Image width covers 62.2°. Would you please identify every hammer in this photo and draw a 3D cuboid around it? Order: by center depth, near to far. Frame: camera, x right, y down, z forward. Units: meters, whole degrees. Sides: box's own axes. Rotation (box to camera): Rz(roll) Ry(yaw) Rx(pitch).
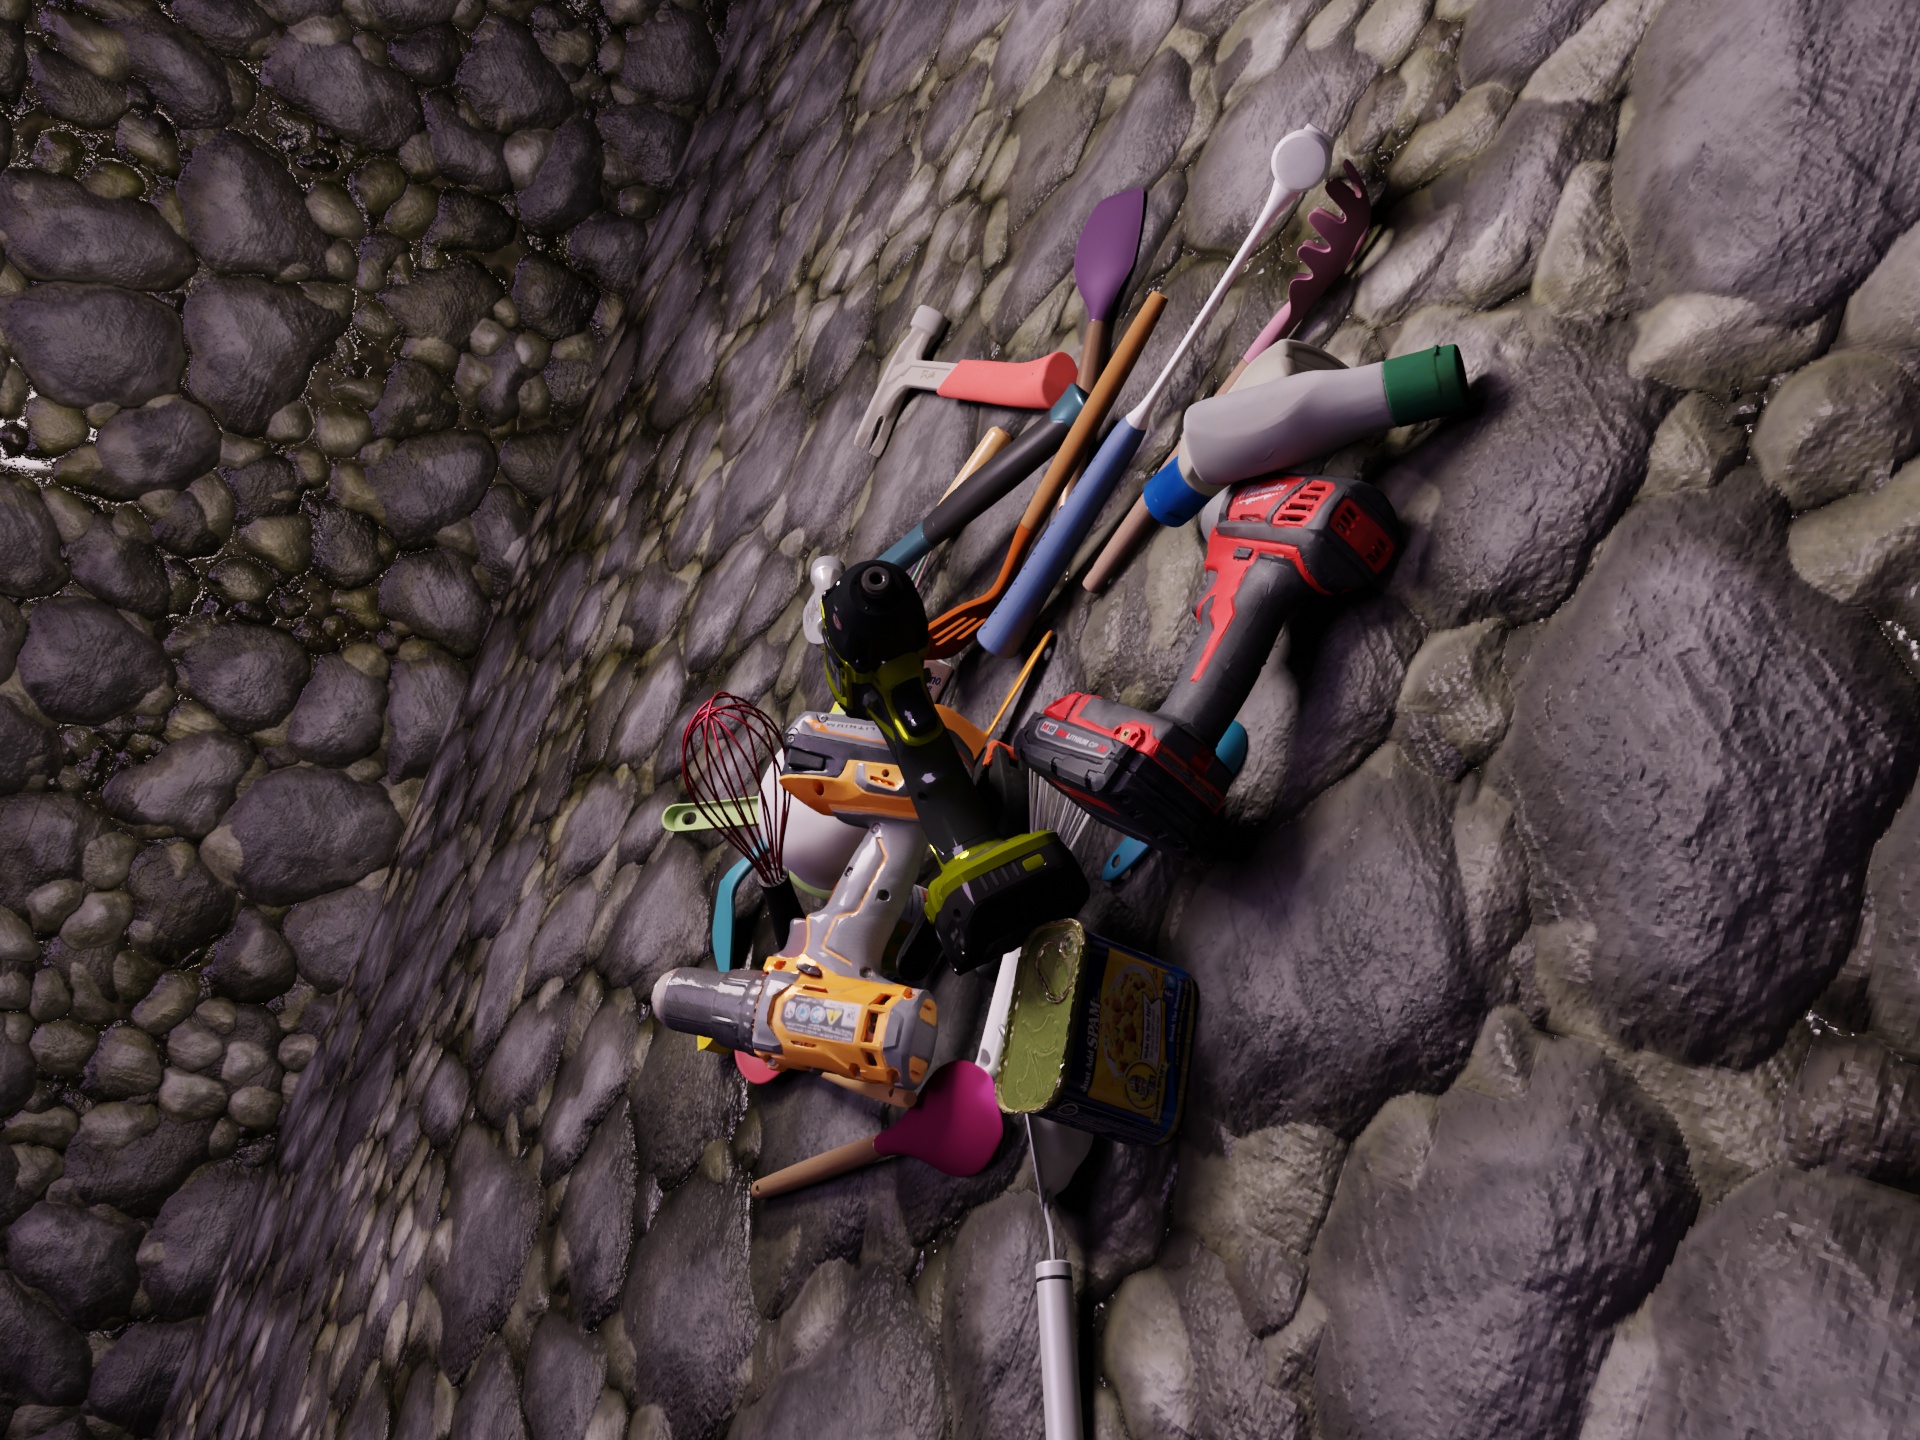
[{"bbox_3d":[0.126,-0.209,1.063,0.405,0.035,0.144,-57,-1,28],"label":"hammer"},{"bbox_3d":[-0.014,-0.155,1.239,0.331,0.033,0.128,-36,38,35],"label":"hammer"},{"bbox_3d":[0.004,-0.287,1.382,0.149,0.036,0.359,-64,26,3],"label":"hammer"}]

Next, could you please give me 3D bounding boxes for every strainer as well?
[{"bbox_3d":[0.051,0.282,0.834,0.086,0.050,0.259,77,-171,-59],"label":"strainer"},{"bbox_3d":[-0.147,0.062,1.220,0.256,0.069,0.151,-7,73,32],"label":"strainer"}]

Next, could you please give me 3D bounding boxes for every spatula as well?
[{"bbox_3d":[0.054,-0.164,1.138,0.041,0.081,0.322,42,114,28],"label":"spatula"},{"bbox_3d":[0.100,-0.281,1.219,0.060,0.018,0.316,-8,61,35],"label":"spatula"},{"bbox_3d":[-0.140,0.085,1.361,0.317,0.044,0.082,-54,29,12],"label":"spatula"}]

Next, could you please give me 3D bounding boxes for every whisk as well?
[{"bbox_3d":[0.048,0.104,0.975,0.058,0.059,0.246,3,76,59],"label":"whisk"},{"bbox_3d":[-0.138,0.097,1.135,0.073,0.073,0.295,-102,0,-50],"label":"whisk"},{"bbox_3d":[-0.035,-0.141,1.329,0.245,0.047,0.051,-54,28,16],"label":"whisk"}]

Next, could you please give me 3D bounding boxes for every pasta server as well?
[{"bbox_3d":[0.166,-0.211,1.026,0.316,0.040,0.060,-55,0,25],"label":"pasta server"}]

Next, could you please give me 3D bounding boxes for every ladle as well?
[{"bbox_3d":[-0.097,0.241,1.122,0.315,0.031,0.069,-7,65,65],"label":"ladle"}]

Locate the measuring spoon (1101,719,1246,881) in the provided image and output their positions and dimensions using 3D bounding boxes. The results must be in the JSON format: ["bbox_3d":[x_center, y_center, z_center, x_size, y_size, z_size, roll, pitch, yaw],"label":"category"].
[{"bbox_3d":[0.116,0.046,0.922,0.128,0.021,0.042,-51,30,24],"label":"measuring spoon"}]

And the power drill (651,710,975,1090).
[{"bbox_3d":[-0.092,0.112,1.023,0.185,0.084,0.226,6,72,18],"label":"power drill"}]

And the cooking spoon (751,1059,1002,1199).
[{"bbox_3d":[-0.064,0.286,1.051,0.319,0.017,0.069,-36,61,49],"label":"cooking spoon"}]

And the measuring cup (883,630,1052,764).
[{"bbox_3d":[-0.002,-0.004,1.123,0.173,0.052,0.095,-56,3,1],"label":"measuring cup"}]

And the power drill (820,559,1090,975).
[{"bbox_3d":[-0.014,0.022,0.904,0.223,0.080,0.171,63,169,14],"label":"power drill"}]

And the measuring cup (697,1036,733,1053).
[{"bbox_3d":[-0.208,0.244,1.359,0.062,0.029,0.156,-68,18,-4],"label":"measuring cup"}]

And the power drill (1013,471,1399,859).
[{"bbox_3d":[0.134,-0.043,0.880,0.220,0.078,0.143,-55,27,-6],"label":"power drill"}]
